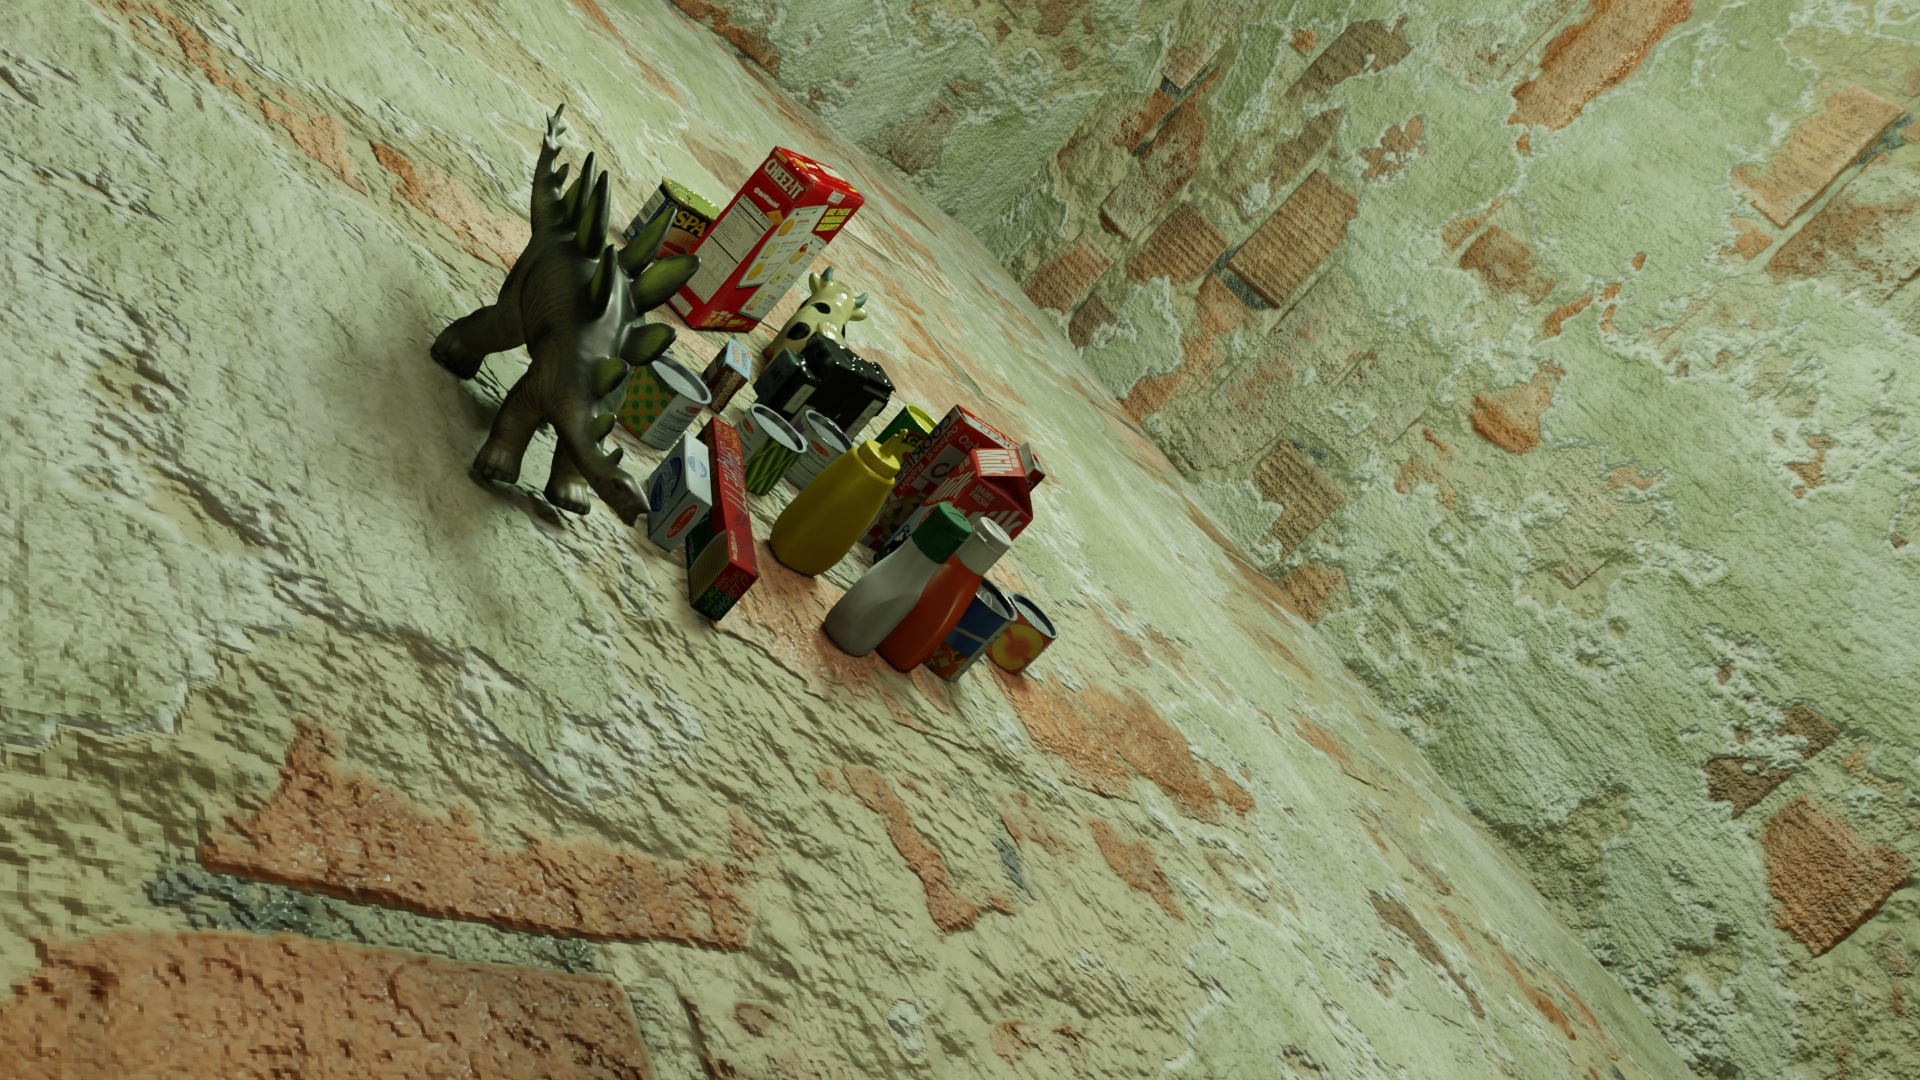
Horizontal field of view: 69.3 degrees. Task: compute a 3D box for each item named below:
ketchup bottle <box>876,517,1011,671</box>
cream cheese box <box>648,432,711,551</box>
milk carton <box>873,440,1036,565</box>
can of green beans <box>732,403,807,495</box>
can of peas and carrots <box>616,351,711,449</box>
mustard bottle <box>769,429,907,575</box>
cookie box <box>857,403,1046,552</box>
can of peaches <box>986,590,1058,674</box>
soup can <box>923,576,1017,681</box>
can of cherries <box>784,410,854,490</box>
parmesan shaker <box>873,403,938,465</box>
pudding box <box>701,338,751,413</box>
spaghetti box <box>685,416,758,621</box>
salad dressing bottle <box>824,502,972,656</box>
[{"bbox_3d":[-0.018,0.044,1.210,0.065,0.148,0.043,49,16,19],"label":"ketchup bottle"},{"bbox_3d":[-0.223,-0.040,1.100,0.024,0.053,0.104,35,17,-27],"label":"cream cheese box"},{"bbox_3d":[0.005,-0.017,1.345,0.073,0.190,0.072,38,16,-19],"label":"milk carton"},{"bbox_3d":[-0.187,-0.085,1.297,0.071,0.057,0.071,40,16,-13],"label":"can of green beans"},{"bbox_3d":[-0.263,-0.123,1.212,0.071,0.058,0.071,40,16,-13],"label":"can of peas and carrots"},{"bbox_3d":[-0.098,-0.040,1.210,0.065,0.160,0.049,28,22,-45],"label":"mustard bottle"},{"bbox_3d":[-0.013,-0.045,1.417,0.123,0.167,0.040,31,20,-39],"label":"cookie box"},{"bbox_3d":[0.056,0.094,1.425,0.071,0.058,0.071,40,16,-13],"label":"can of peaches"},{"bbox_3d":[-0.001,0.077,1.285,0.071,0.083,0.071,40,16,-13],"label":"soup can"},{"bbox_3d":[-0.148,-0.088,1.402,0.071,0.058,0.072,40,16,-13],"label":"can of cherries"},{"bbox_3d":[-0.066,-0.090,1.523,0.071,0.103,0.071,40,16,-13],"label":"parmesan shaker"},{"bbox_3d":[-0.237,-0.167,1.404,0.030,0.049,0.084,38,16,-20],"label":"pudding box"},{"bbox_3d":[-0.199,-0.025,1.128,0.028,0.050,0.251,35,18,-29],"label":"spaghetti box"},{"bbox_3d":[-0.051,0.032,1.161,0.044,0.147,0.064,52,17,28],"label":"salad dressing bottle"}]
